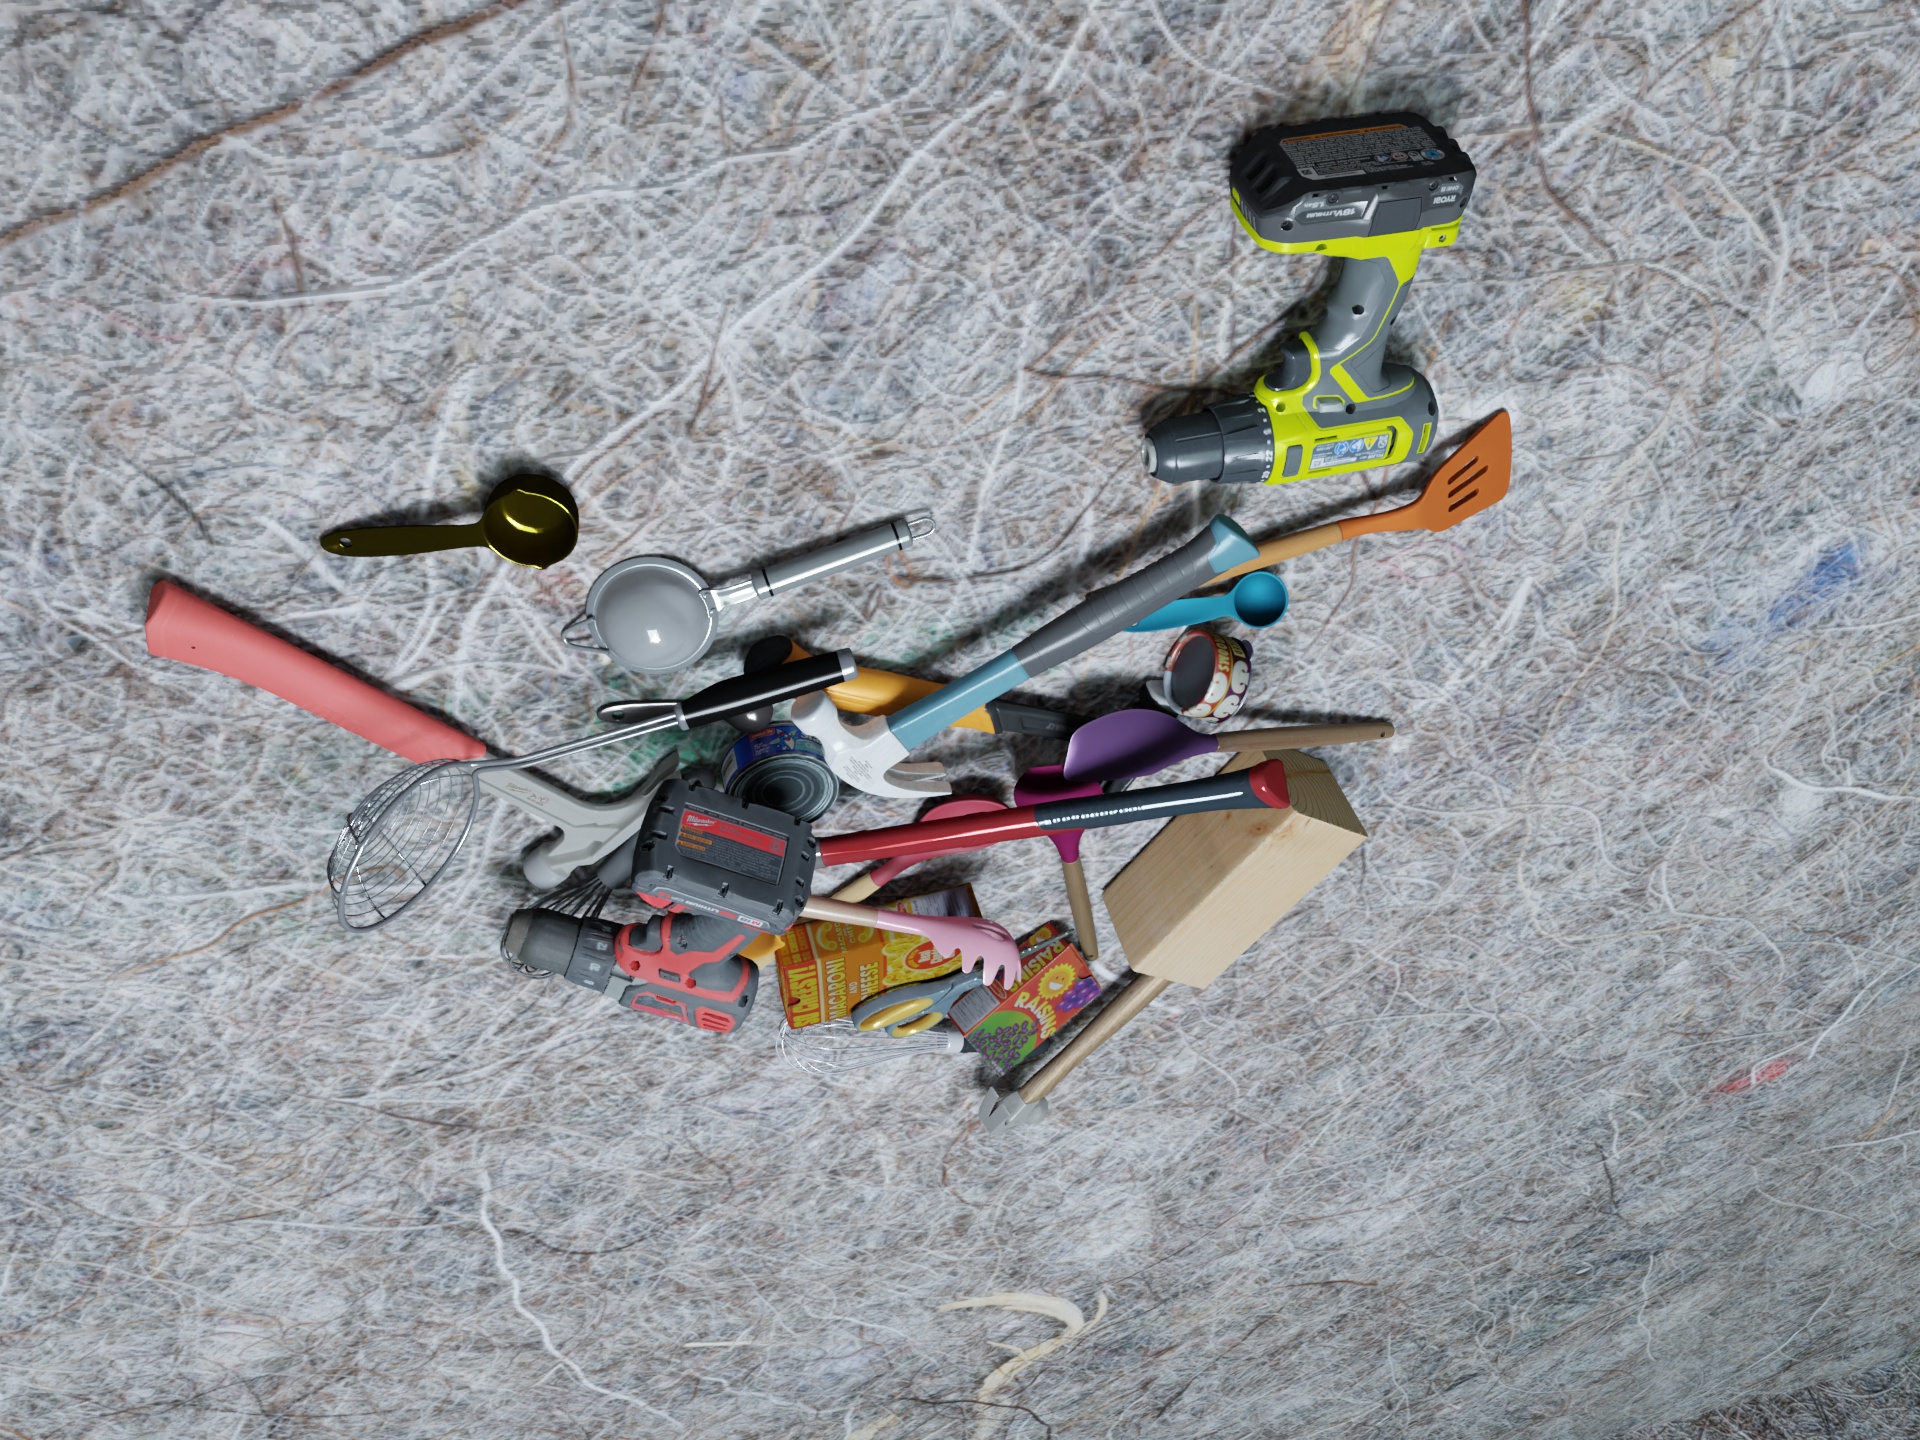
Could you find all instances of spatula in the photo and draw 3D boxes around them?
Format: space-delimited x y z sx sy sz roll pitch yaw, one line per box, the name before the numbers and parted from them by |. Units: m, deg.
spatula | 0.218 0.014 1.238 0.315 0.018 0.059 -3 118 -29
spatula | 0.243 -0.133 1.133 0.322 0.041 0.080 -17 136 4

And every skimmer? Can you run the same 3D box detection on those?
skimmer | -0.234 0.042 1.046 0.363 0.090 0.127 -17 162 -5

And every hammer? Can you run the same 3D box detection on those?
hammer | -0.360 0.002 1.054 0.149 0.037 0.358 -38 133 19
hammer | 0.048 0.079 1.182 0.386 0.038 0.143 -8 163 4
hammer | -0.002 -0.004 1.169 0.336 0.034 0.127 11 128 -28
hammer | 0.053 -0.047 1.101 0.331 0.033 0.128 -30 133 8
hammer | 0.137 0.280 1.477 0.331 0.031 0.130 -47 156 20

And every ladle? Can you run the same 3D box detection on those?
ladle | -0.088 0.144 1.293 0.315 0.031 0.069 -35 131 19

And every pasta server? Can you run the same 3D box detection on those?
pasta server | -0.093 0.152 1.210 0.316 0.060 0.040 13 110 -20

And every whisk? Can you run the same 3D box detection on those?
whisk | -0.037 0.289 1.437 0.284 0.070 0.070 9 130 -31
whisk | -0.265 0.114 1.194 0.239 0.055 0.055 -43 131 17

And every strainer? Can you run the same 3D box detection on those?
strainer | -0.138 -0.087 1.040 0.258 0.050 0.086 -20 122 -3

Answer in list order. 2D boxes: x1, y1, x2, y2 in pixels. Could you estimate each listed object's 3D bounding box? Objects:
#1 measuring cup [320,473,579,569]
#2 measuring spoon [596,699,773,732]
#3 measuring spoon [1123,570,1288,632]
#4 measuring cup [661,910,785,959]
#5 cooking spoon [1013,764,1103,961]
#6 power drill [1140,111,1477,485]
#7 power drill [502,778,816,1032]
measuring cup | -0.309 -0.120 0.965 0.156 0.029 0.062 -4 136 2
measuring spoon | -0.192 -0.002 1.118 0.124 0.018 0.034 -1 134 -16
measuring spoon | 0.175 -0.082 1.164 0.128 0.021 0.042 -9 99 2
measuring cup | -0.195 0.169 1.271 0.095 0.052 0.173 3 152 -15
cooking spoon | 0.093 0.124 1.309 0.069 0.017 0.318 -5 145 8
power drill | 0.211 -0.241 0.976 0.190 0.080 0.228 -10 138 -9
power drill | -0.212 0.135 1.114 0.187 0.080 0.226 19 140 -13
